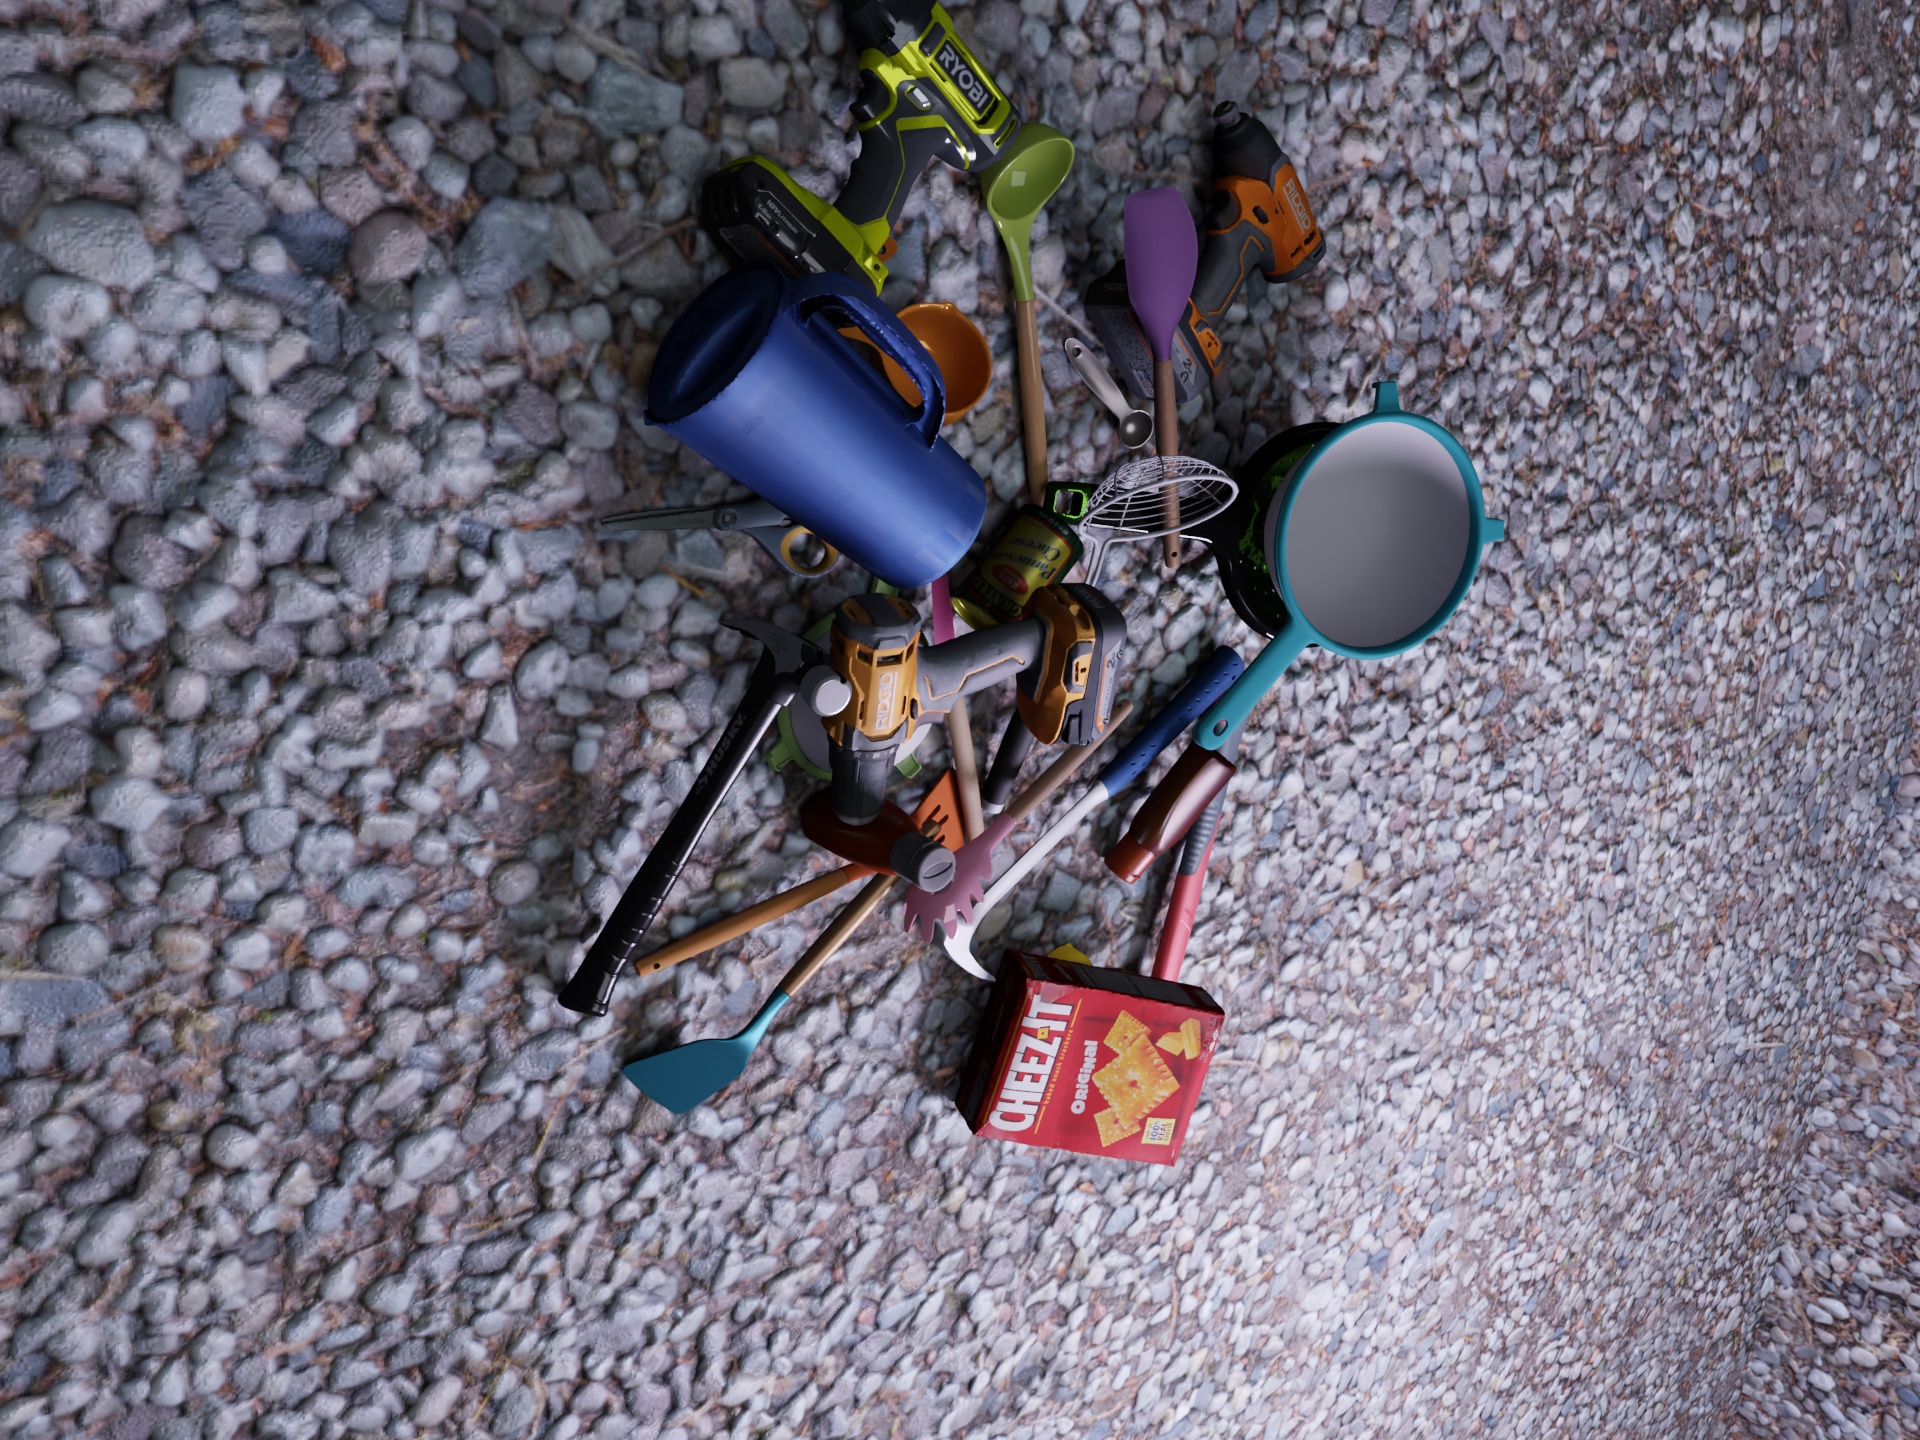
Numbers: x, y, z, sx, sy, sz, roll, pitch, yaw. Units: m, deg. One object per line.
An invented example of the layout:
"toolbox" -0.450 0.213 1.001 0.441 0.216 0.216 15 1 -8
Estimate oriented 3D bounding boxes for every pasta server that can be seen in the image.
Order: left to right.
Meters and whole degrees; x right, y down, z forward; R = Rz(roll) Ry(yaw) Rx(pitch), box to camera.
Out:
"pasta server" 0.058 0.076 1.371 0.316 0.060 0.040 -42 140 -35

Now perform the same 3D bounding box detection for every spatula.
"spatula" -0.132 0.194 1.288 0.317 0.044 0.082 -47 131 -12
"spatula" -0.121 0.134 1.303 0.322 0.041 0.081 -23 120 -26
"spatula" 0.166 -0.267 1.280 0.059 0.018 0.315 -12 121 -9

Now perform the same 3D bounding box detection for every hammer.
"hammer" -0.203 0.076 1.167 0.035 0.146 0.334 24 102 -41
"hammer" 0.122 0.074 1.456 0.405 0.035 0.143 -42 139 -22
"hammer" 0.236 0.161 1.583 0.143 0.038 0.386 5 101 -51

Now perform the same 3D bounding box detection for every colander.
"colander" 0.233 -0.180 1.433 0.397 0.095 0.204 4 102 -26

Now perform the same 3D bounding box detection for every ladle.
"ladle" 0.061 -0.306 1.262 0.078 0.062 0.320 -24 123 -30

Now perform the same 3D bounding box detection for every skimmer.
"skimmer" 0.106 -0.059 1.304 0.127 0.090 0.363 -1 124 -42

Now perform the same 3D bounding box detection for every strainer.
"strainer" -0.053 -0.064 1.250 0.151 0.069 0.256 5 104 -40
"strainer" 0.300 -0.116 1.377 0.210 0.095 0.340 43 86 -25

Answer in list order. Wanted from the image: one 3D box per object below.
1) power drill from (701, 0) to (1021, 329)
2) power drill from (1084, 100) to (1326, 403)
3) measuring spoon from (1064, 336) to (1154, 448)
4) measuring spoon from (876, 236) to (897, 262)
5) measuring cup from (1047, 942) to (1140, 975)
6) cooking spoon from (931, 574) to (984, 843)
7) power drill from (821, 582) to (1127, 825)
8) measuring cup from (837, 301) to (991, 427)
"power drill" -0.072 -0.400 1.102 0.171 0.080 0.223 42 73 -33
"power drill" 0.206 -0.394 1.331 0.226 0.084 0.164 -50 128 -18
"measuring spoon" 0.122 -0.280 1.350 0.034 0.018 0.124 -44 123 1
"measuring spoon" -0.093 -0.334 1.159 0.117 0.011 0.021 -27 113 -33
"measuring cup" 0.138 0.256 1.550 0.156 0.029 0.062 15 97 -41
"cooking spoon" -0.002 -0.004 1.324 0.017 0.069 0.318 -5 125 5
"power drill" 0.002 -0.013 1.207 0.226 0.084 0.185 -8 125 -25
"measuring cup" -0.065 -0.274 1.180 0.173 0.052 0.095 17 74 -17
